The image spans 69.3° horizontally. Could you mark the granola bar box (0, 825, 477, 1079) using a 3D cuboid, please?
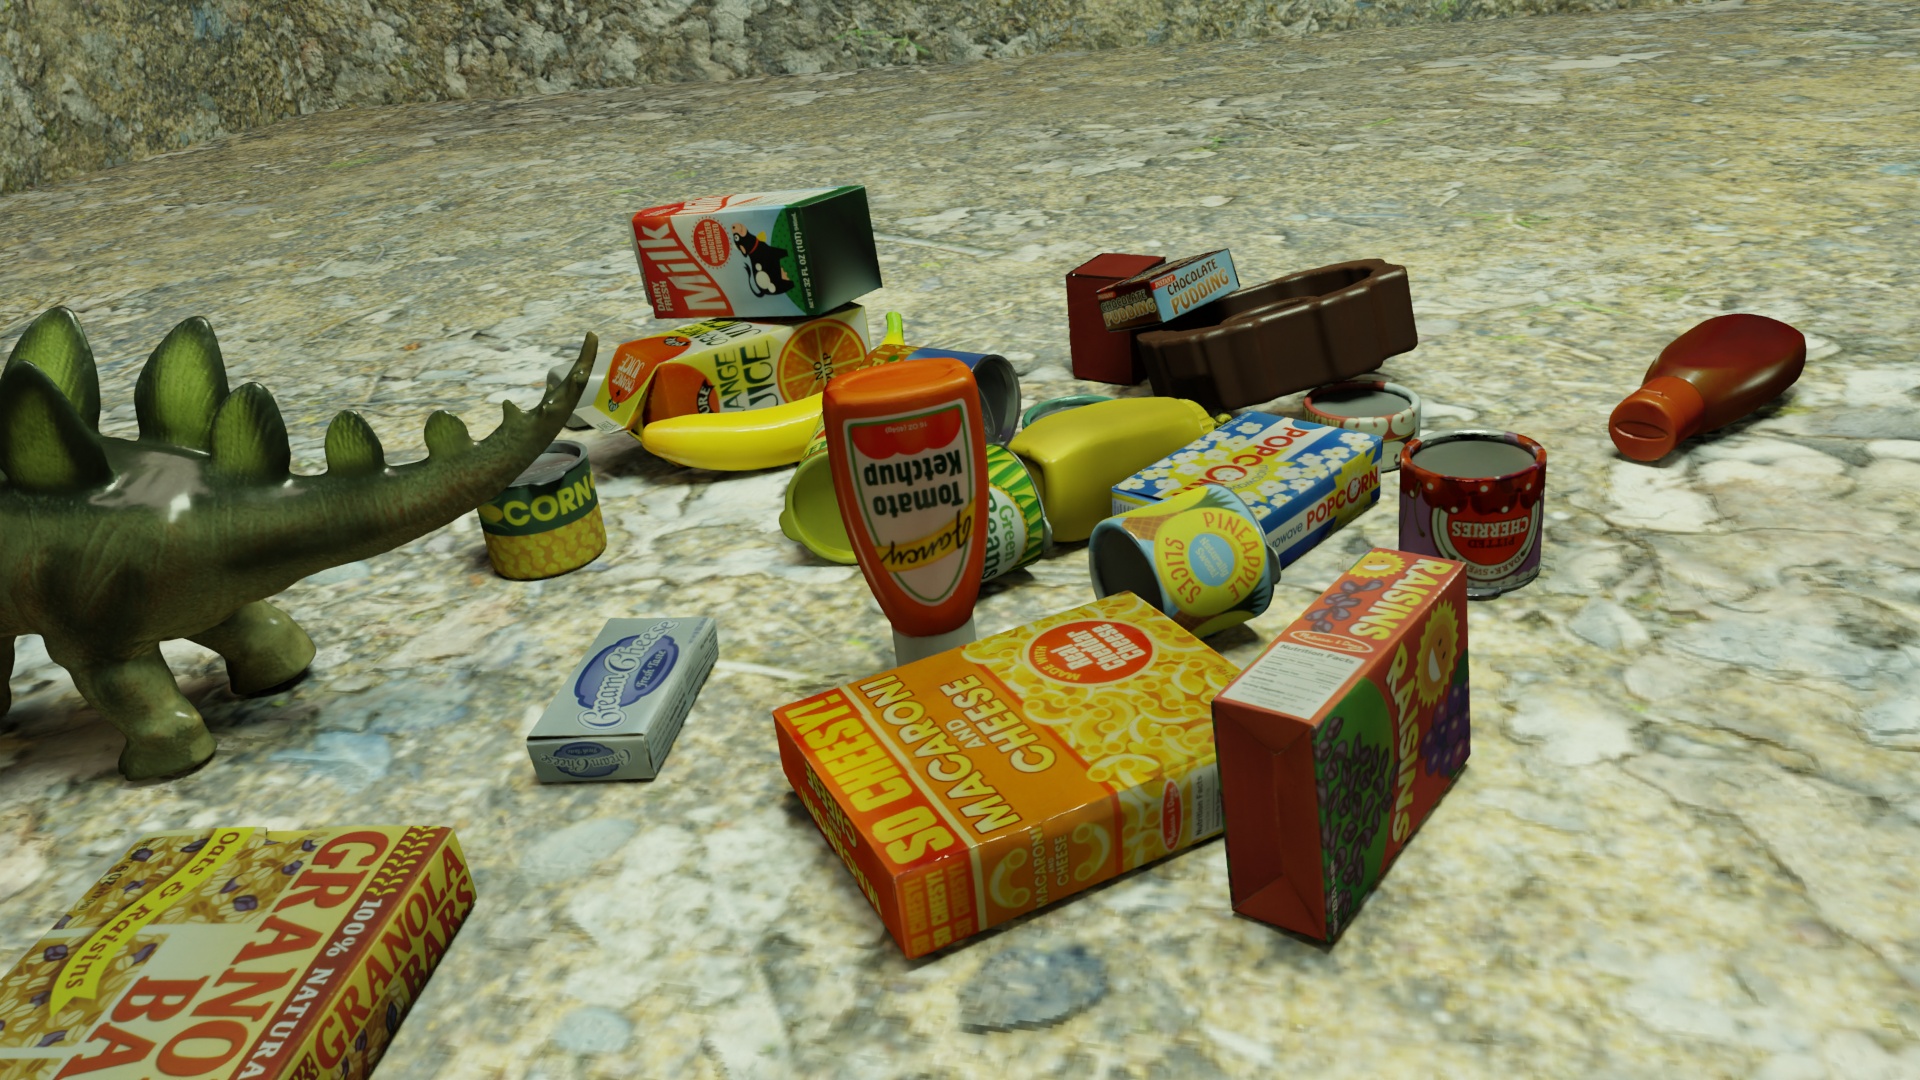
[{"bbox_3d":[-0.250,0.157,0.446,0.124,0.039,0.166,-3,26,8],"label":"granola bar box"}]

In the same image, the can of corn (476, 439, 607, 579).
[{"bbox_3d":[-0.236,-0.017,0.780,0.071,0.058,0.071,-5,25,3],"label":"can of corn"}]

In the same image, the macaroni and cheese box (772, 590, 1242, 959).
[{"bbox_3d":[0.028,0.082,0.533,0.167,0.040,0.124,-17,28,-21],"label":"macaroni and cheese box"}]

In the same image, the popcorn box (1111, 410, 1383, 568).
[{"bbox_3d":[0.151,-0.025,0.725,0.085,0.038,0.127,17,35,42],"label":"popcorn box"}]

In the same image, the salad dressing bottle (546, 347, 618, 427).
[{"bbox_3d":[-0.227,-0.125,1.019,0.148,0.043,0.064,-24,29,-34],"label":"salad dressing bottle"}]

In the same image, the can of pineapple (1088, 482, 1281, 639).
[{"bbox_3d":[0.099,0.013,0.626,0.058,0.070,0.071,-19,28,-22],"label":"can of pineapple"}]

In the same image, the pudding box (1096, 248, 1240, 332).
[{"bbox_3d":[0.134,-0.161,0.894,0.084,0.030,0.049,-27,15,-37],"label":"pudding box"}]

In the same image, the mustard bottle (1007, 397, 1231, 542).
[{"bbox_3d":[0.093,-0.047,0.763,0.161,0.065,0.049,-20,33,-37],"label":"mustard bottle"}]

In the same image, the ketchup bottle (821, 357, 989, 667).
[{"bbox_3d":[-0.017,0.000,0.589,0.065,0.148,0.044,-10,26,-6],"label":"ketchup bottle"}]

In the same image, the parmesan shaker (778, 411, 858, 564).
[{"bbox_3d":[-0.059,-0.039,0.774,0.071,0.071,0.103,-4,25,6],"label":"parmesan shaker"}]

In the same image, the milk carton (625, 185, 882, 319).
[{"bbox_3d":[-0.154,-0.195,0.948,0.190,0.072,0.074,6,26,33],"label":"milk carton"}]

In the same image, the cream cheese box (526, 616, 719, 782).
[{"bbox_3d":[-0.148,0.068,0.622,0.053,0.024,0.104,-3,26,9],"label":"cream cheese box"}]

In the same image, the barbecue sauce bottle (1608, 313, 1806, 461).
[{"bbox_3d":[0.417,-0.087,0.785,0.149,0.043,0.065,-27,32,-35],"label":"barbecue sauce bottle"}]

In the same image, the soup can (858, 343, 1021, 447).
[{"bbox_3d":[-0.017,-0.084,0.859,0.084,0.071,0.072,11,31,33],"label":"soup can"}]

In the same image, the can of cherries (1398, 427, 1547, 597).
[{"bbox_3d":[0.243,-0.015,0.659,0.071,0.058,0.072,-5,25,3],"label":"can of cherries"}]

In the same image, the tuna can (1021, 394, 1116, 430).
[{"bbox_3d":[0.069,-0.061,0.826,0.071,0.032,0.071,-5,26,3],"label":"tuna can"}]

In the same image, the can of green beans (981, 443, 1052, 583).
[{"bbox_3d":[0.001,-0.009,0.698,0.058,0.071,0.071,-20,29,-25],"label":"can of green beans"}]

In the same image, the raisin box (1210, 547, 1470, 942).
[{"bbox_3d":[0.137,0.066,0.485,0.040,0.085,0.124,9,29,40],"label":"raisin box"}]

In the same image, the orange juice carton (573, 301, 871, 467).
[{"bbox_3d":[-0.157,-0.105,0.926,0.193,0.072,0.072,-21,28,-27],"label":"orange juice carton"}]

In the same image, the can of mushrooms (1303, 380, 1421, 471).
[{"bbox_3d":[0.228,-0.066,0.798,0.071,0.033,0.071,-5,26,3],"label":"can of mushrooms"}]
